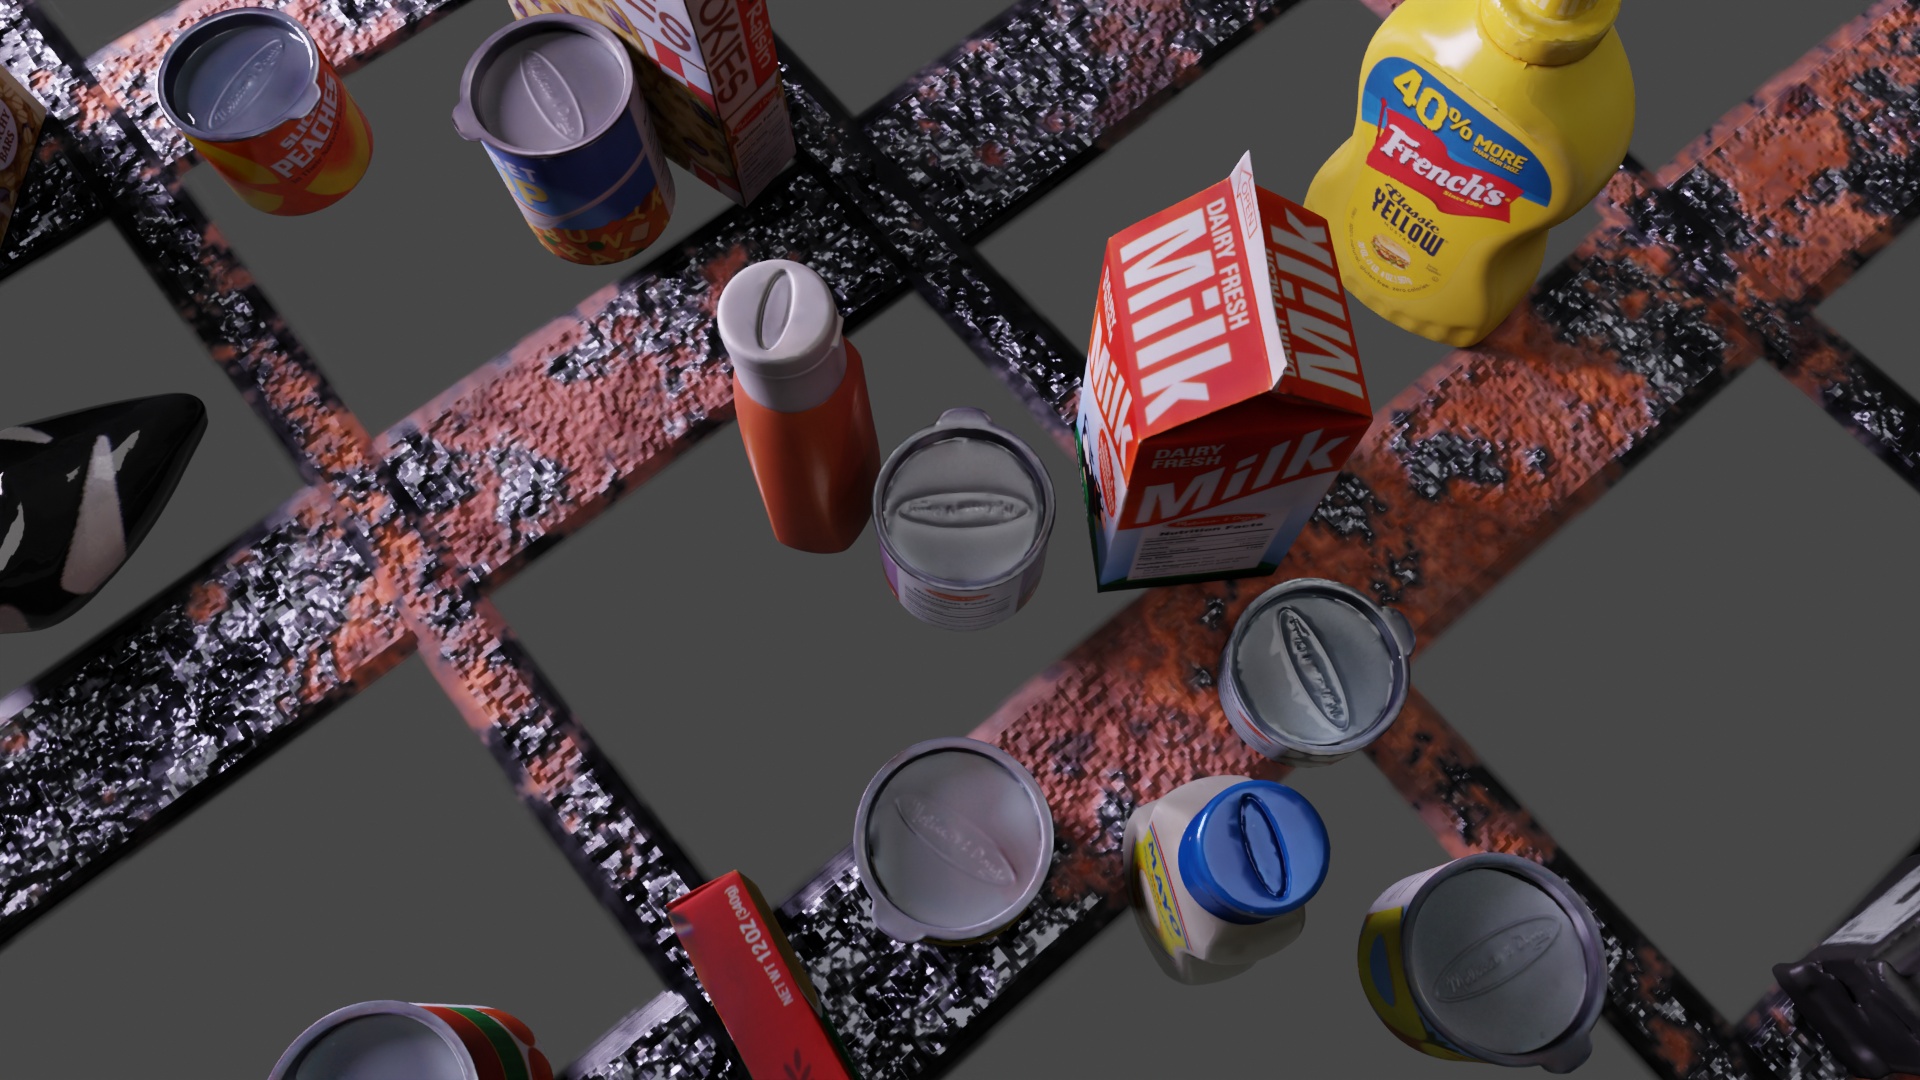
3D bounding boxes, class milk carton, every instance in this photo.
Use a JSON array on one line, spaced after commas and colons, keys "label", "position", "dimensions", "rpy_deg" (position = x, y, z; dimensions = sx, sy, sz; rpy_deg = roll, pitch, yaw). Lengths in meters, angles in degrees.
[{"label": "milk carton", "position": [0.084, -0.047, 0.470], "dimensions": [0.073, 0.190, 0.072], "rpy_deg": [-6, 71, -1]}]

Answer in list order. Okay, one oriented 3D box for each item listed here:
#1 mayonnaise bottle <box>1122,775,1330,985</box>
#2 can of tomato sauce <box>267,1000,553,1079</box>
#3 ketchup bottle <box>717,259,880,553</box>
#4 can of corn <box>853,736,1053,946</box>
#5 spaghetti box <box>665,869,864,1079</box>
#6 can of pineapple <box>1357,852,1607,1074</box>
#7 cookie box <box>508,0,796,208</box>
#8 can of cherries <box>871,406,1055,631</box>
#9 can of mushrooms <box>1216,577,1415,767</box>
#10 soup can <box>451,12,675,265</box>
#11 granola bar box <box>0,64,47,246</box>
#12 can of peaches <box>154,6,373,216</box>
[{"label": "mayonnaise bottle", "position": [0.081, 0.105, 0.438], "dimensions": [0.041, 0.147, 0.065], "rpy_deg": [-14, 71, -4]}, {"label": "can of tomato sauce", "position": [-0.173, 0.185, 0.445], "dimensions": [0.071, 0.083, 0.071], "rpy_deg": [0, 71, 0]}, {"label": "ketchup bottle", "position": [-0.055, -0.046, 0.492], "dimensions": [0.043, 0.148, 0.065], "rpy_deg": [8, 71, 3]}, {"label": "can of corn", "position": [-0.004, 0.109, 0.484], "dimensions": [0.071, 0.058, 0.071], "rpy_deg": [0, 71, 0]}, {"label": "spaghetti box", "position": [-0.023, 0.223, 0.448], "dimensions": [0.029, 0.050, 0.250], "rpy_deg": [-30, 73, -9]}, {"label": "can of pineapple", "position": [0.175, 0.144, 0.471], "dimensions": [0.071, 0.057, 0.071], "rpy_deg": [0, 71, 0]}, {"label": "cookie box", "position": [-0.132, -0.220, 0.545], "dimensions": [0.123, 0.167, 0.040], "rpy_deg": [35, 75, 12]}, {"label": "can of cherries", "position": [0.002, -0.007, 0.526], "dimensions": [0.071, 0.058, 0.071], "rpy_deg": [0, 71, 0]}, {"label": "can of mushrooms", "position": [0.132, 0.049, 0.518], "dimensions": [0.071, 0.033, 0.071], "rpy_deg": [0, 70, 0]}, {"label": "soup can", "position": [-0.160, -0.160, 0.568], "dimensions": [0.071, 0.083, 0.071], "rpy_deg": [0, 71, 0]}, {"label": "granola bar box", "position": [-0.435, -0.137, 0.540], "dimensions": [0.039, 0.124, 0.166], "rpy_deg": [3, 71, 2]}, {"label": "can of peaches", "position": [-0.291, -0.179, 0.589], "dimensions": [0.071, 0.058, 0.071], "rpy_deg": [0, 71, 0]}]
